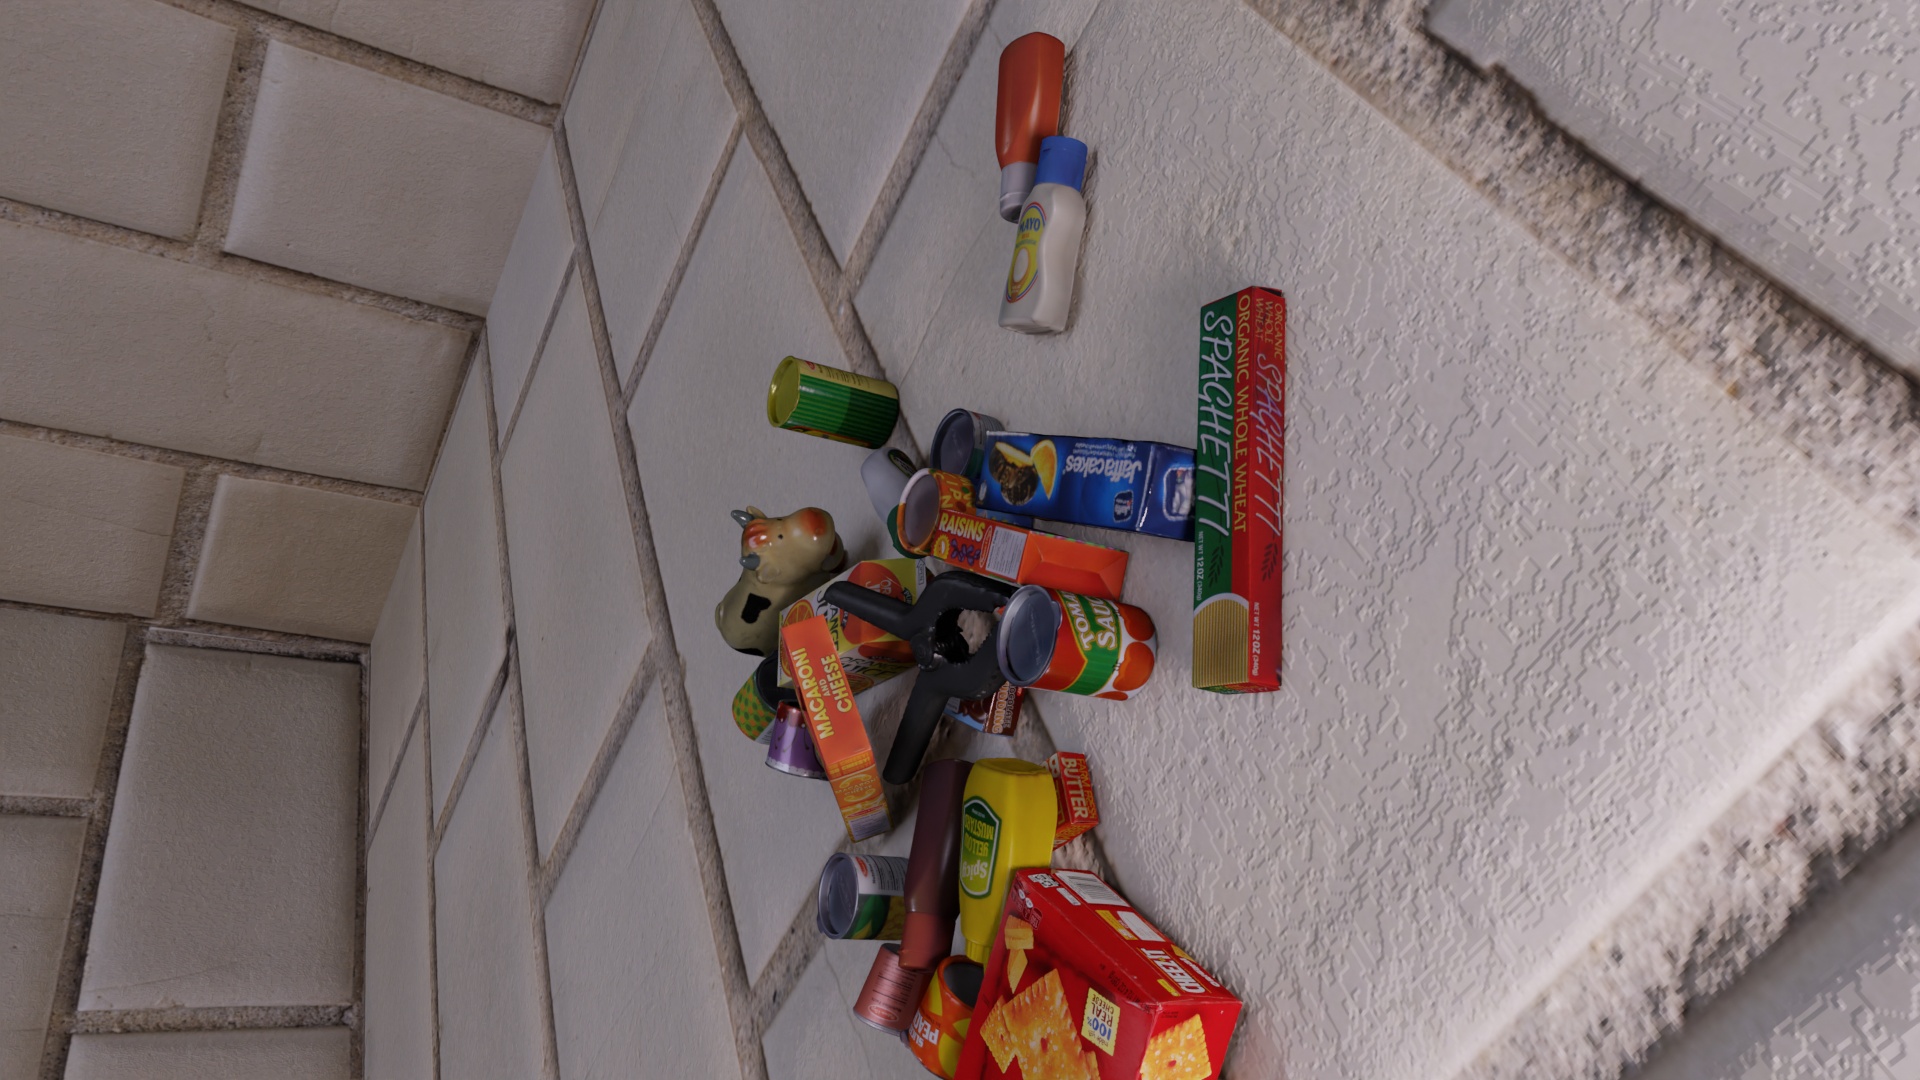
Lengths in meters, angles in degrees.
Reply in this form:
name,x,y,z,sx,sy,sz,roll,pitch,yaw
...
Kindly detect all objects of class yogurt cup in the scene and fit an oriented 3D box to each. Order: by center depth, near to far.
name,x,y,z,sx,sy,sz,roll,pitch,yaw
yogurt cup,-0.040,0.331,1.023,0.072,0.072,0.054,4,75,59

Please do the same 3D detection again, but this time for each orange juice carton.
name,x,y,z,sx,sy,sz,roll,pitch,yaw
orange juice carton,-0.079,0.072,1.170,0.192,0.073,0.072,-30,55,51

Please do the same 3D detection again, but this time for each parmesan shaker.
name,x,y,z,sx,sy,sz,roll,pitch,yaw
parmesan shaker,-0.116,-0.124,1.270,0.071,0.103,0.071,-28,56,53

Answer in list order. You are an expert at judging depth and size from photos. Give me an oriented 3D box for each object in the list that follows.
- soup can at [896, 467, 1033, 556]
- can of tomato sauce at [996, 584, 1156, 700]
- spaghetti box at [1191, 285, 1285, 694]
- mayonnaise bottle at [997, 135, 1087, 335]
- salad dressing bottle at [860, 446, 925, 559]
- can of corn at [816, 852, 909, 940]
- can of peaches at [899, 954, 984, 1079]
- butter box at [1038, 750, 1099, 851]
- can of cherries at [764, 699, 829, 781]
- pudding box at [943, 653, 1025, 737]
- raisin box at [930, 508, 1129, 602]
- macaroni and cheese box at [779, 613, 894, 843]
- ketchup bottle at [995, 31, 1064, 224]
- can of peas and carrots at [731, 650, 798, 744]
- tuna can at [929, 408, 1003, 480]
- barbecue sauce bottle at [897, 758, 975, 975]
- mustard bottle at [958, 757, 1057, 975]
name,x,y,z,sx,sy,sz,roll,pitch,yaw
soup can,0.004,-0.013,1.054,0.071,0.084,0.071,-26,58,52
can of tomato sauce,0.077,0.066,0.906,0.071,0.083,0.071,-27,57,52
spaghetti box,0.169,-0.033,0.844,0.050,0.029,0.250,-17,66,55
mayonnaise bottle,0.067,-0.234,1.071,0.065,0.041,0.148,7,86,61
salad dressing bottle,-0.048,-0.031,1.148,0.044,0.064,0.148,-39,27,6
can of corn,-0.074,0.284,1.098,0.071,0.058,0.071,-27,58,52
can of peaches,0.002,0.326,0.948,0.071,0.071,0.058,47,118,54
butter box,0.052,0.189,0.959,0.103,0.024,0.053,-43,46,44
can of cherries,-0.132,0.176,1.230,0.071,0.071,0.058,11,88,59
pudding box,0.013,0.114,1.046,0.084,0.030,0.049,14,90,59
raisin box,0.046,0.010,0.973,0.123,0.086,0.040,17,95,59
macaroni and cheese box,-0.097,0.152,1.097,0.165,0.040,0.124,83,166,-58
ketchup bottle,0.053,-0.332,1.126,0.064,0.043,0.149,-17,66,57
can of peas and carrots,-0.175,0.148,1.304,0.058,0.071,0.071,-49,41,40
tuna can,0.005,-0.070,1.122,0.071,0.033,0.071,-27,57,52
barbecue sauce bottle,-0.015,0.237,1.009,0.064,0.044,0.149,141,143,-59
mustard bottle,0.027,0.227,0.918,0.065,0.049,0.160,5,89,60
